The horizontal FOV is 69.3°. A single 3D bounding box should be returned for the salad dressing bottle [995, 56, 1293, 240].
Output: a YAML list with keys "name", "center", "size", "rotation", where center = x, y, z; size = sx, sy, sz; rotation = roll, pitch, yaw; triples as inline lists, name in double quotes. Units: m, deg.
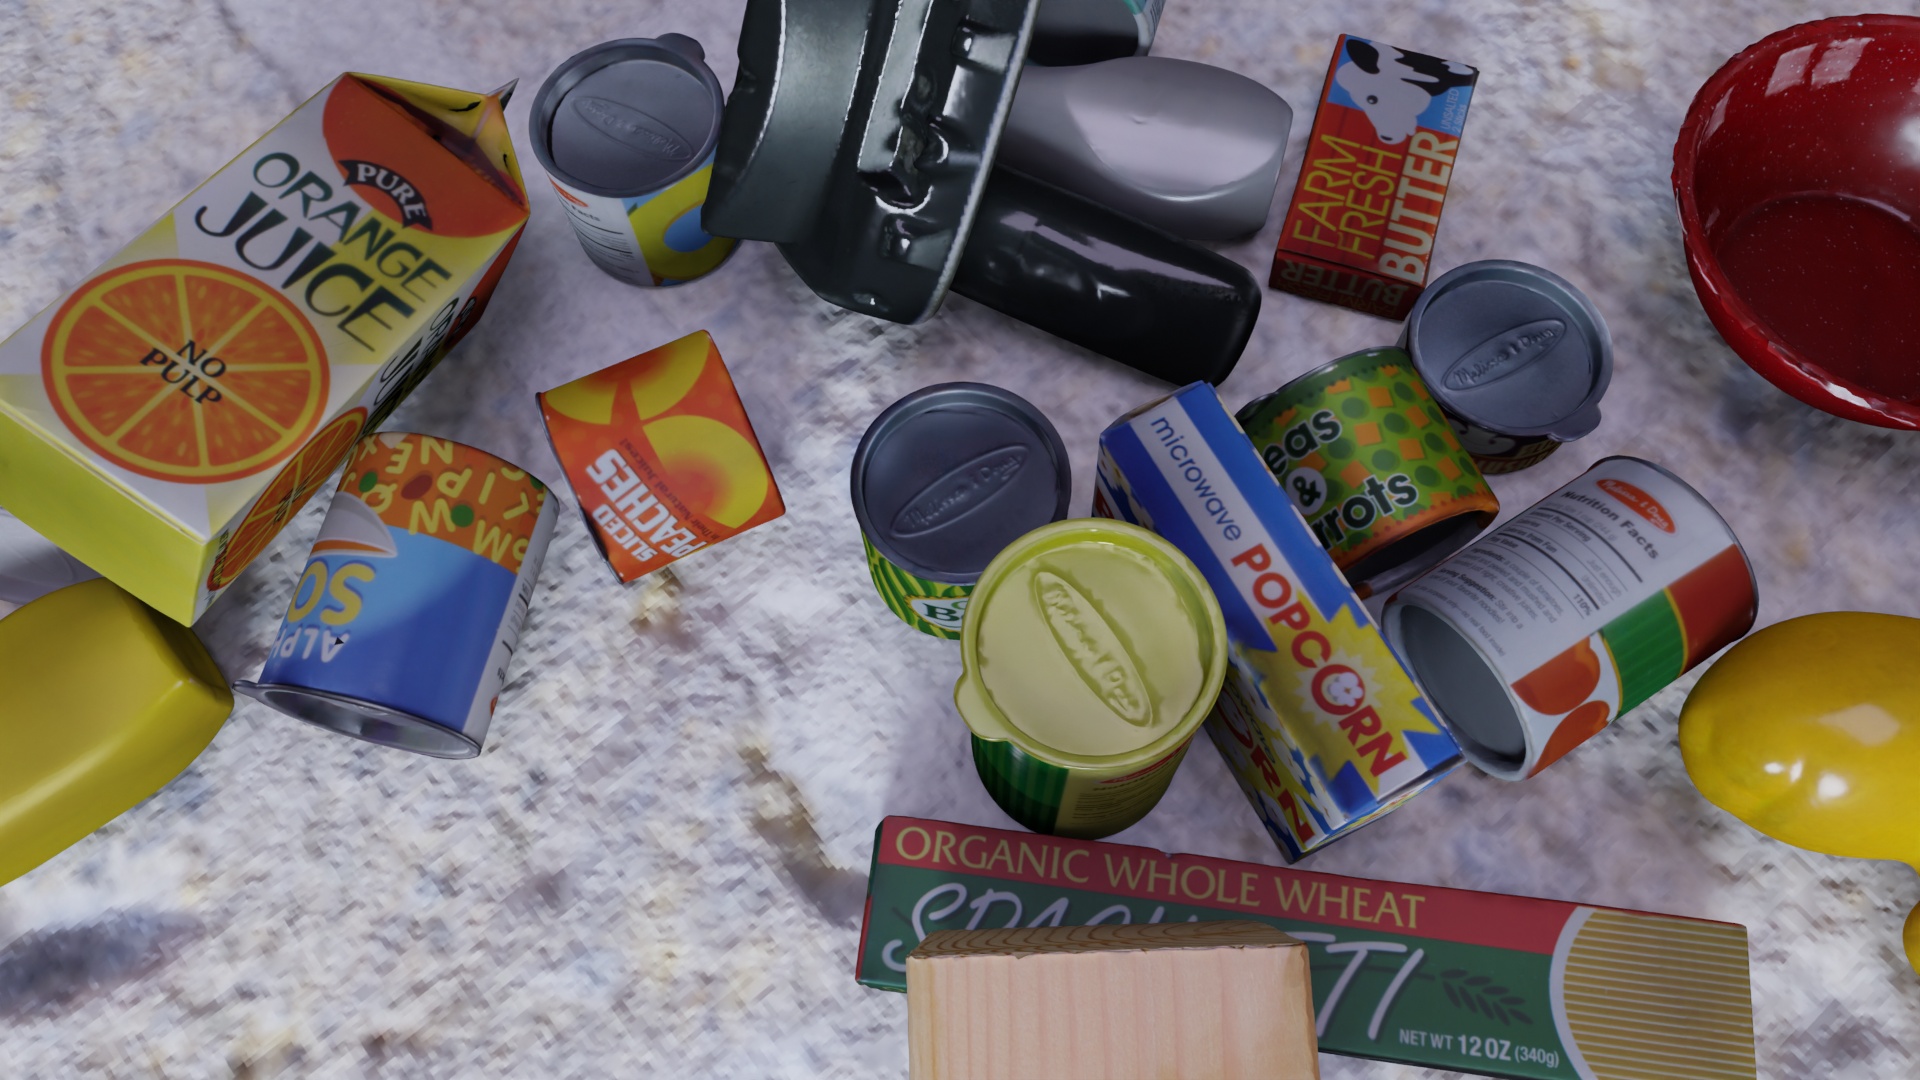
- name: "salad dressing bottle"
  center: [0.042, -0.149, 0.503]
  size: [0.148, 0.044, 0.064]
  rotation: [14, 71, 8]

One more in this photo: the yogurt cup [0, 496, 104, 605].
- name: "yogurt cup"
  center: [-0.293, -0.016, 0.446]
  size: [0.072, 0.072, 0.054]
  rotation: [-1, 60, 1]

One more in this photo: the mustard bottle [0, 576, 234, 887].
- name: "mustard bottle"
  center: [-0.304, 0.078, 0.415]
  size: [0.160, 0.048, 0.065]
  rotation: [-37, 72, -12]

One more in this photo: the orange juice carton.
- name: "orange juice carton"
  center: [-0.204, -0.075, 0.437]
  size: [0.073, 0.071, 0.194]
  rotation: [37, 53, -12]

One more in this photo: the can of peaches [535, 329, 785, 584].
- name: "can of peaches"
  center: [-0.094, -0.026, 0.442]
  size: [0.058, 0.071, 0.071]
  rotation: [-23, 69, -9]

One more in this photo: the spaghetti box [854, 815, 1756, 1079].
- name: "spaghetti box"
  center: [0.095, 0.120, 0.399]
  size: [0.250, 0.028, 0.050]
  rotation: [7, 69, 4]

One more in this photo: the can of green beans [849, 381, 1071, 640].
- name: "can of green beans"
  center: [0.001, -0.007, 0.438]
  size: [0.071, 0.057, 0.071]
  rotation: [0, 68, 1]

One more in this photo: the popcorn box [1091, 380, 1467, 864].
- name: "popcorn box"
  center: [0.085, 0.026, 0.407]
  size: [0.038, 0.085, 0.127]
  rotation: [-27, 70, -8]

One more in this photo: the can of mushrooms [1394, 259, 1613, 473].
- name: "can of mushrooms"
  center: [0.181, -0.056, 0.467]
  size: [0.071, 0.033, 0.071]
  rotation: [0, 67, 1]

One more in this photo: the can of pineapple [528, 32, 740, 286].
- name: "can of pineapple"
  center: [-0.110, -0.133, 0.491]
  size: [0.071, 0.057, 0.071]
  rotation: [0, 68, 1]

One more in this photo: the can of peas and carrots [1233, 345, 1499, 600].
- name: "can of peas and carrots"
  center: [0.123, -0.018, 0.433]
  size: [0.071, 0.070, 0.059]
  rotation: [-22, 70, -7]

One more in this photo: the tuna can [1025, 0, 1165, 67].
- name: "tuna can"
  center: [0.040, -0.201, 0.510]
  size: [0.071, 0.071, 0.033]
  rotation: [14, 70, 7]

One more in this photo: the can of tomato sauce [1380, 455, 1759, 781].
- name: "can of tomato sauce"
  center: [0.181, 0.025, 0.418]
  size: [0.083, 0.071, 0.071]
  rotation: [-30, 71, -10]

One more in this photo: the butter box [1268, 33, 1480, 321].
- name: "butter box"
  center: [0.150, -0.133, 0.503]
  size: [0.053, 0.024, 0.104]
  rotation: [17, 69, 7]

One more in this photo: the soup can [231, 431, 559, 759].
- name: "soup can"
  center: [-0.170, 0.016, 0.426]
  size: [0.071, 0.071, 0.084]
  rotation: [10, 68, 5]

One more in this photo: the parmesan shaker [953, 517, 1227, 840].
- name: "parmesan shaker"
  center: [0.032, 0.045, 0.391]
  size: [0.071, 0.102, 0.071]
  rotation: [0, 68, 1]
